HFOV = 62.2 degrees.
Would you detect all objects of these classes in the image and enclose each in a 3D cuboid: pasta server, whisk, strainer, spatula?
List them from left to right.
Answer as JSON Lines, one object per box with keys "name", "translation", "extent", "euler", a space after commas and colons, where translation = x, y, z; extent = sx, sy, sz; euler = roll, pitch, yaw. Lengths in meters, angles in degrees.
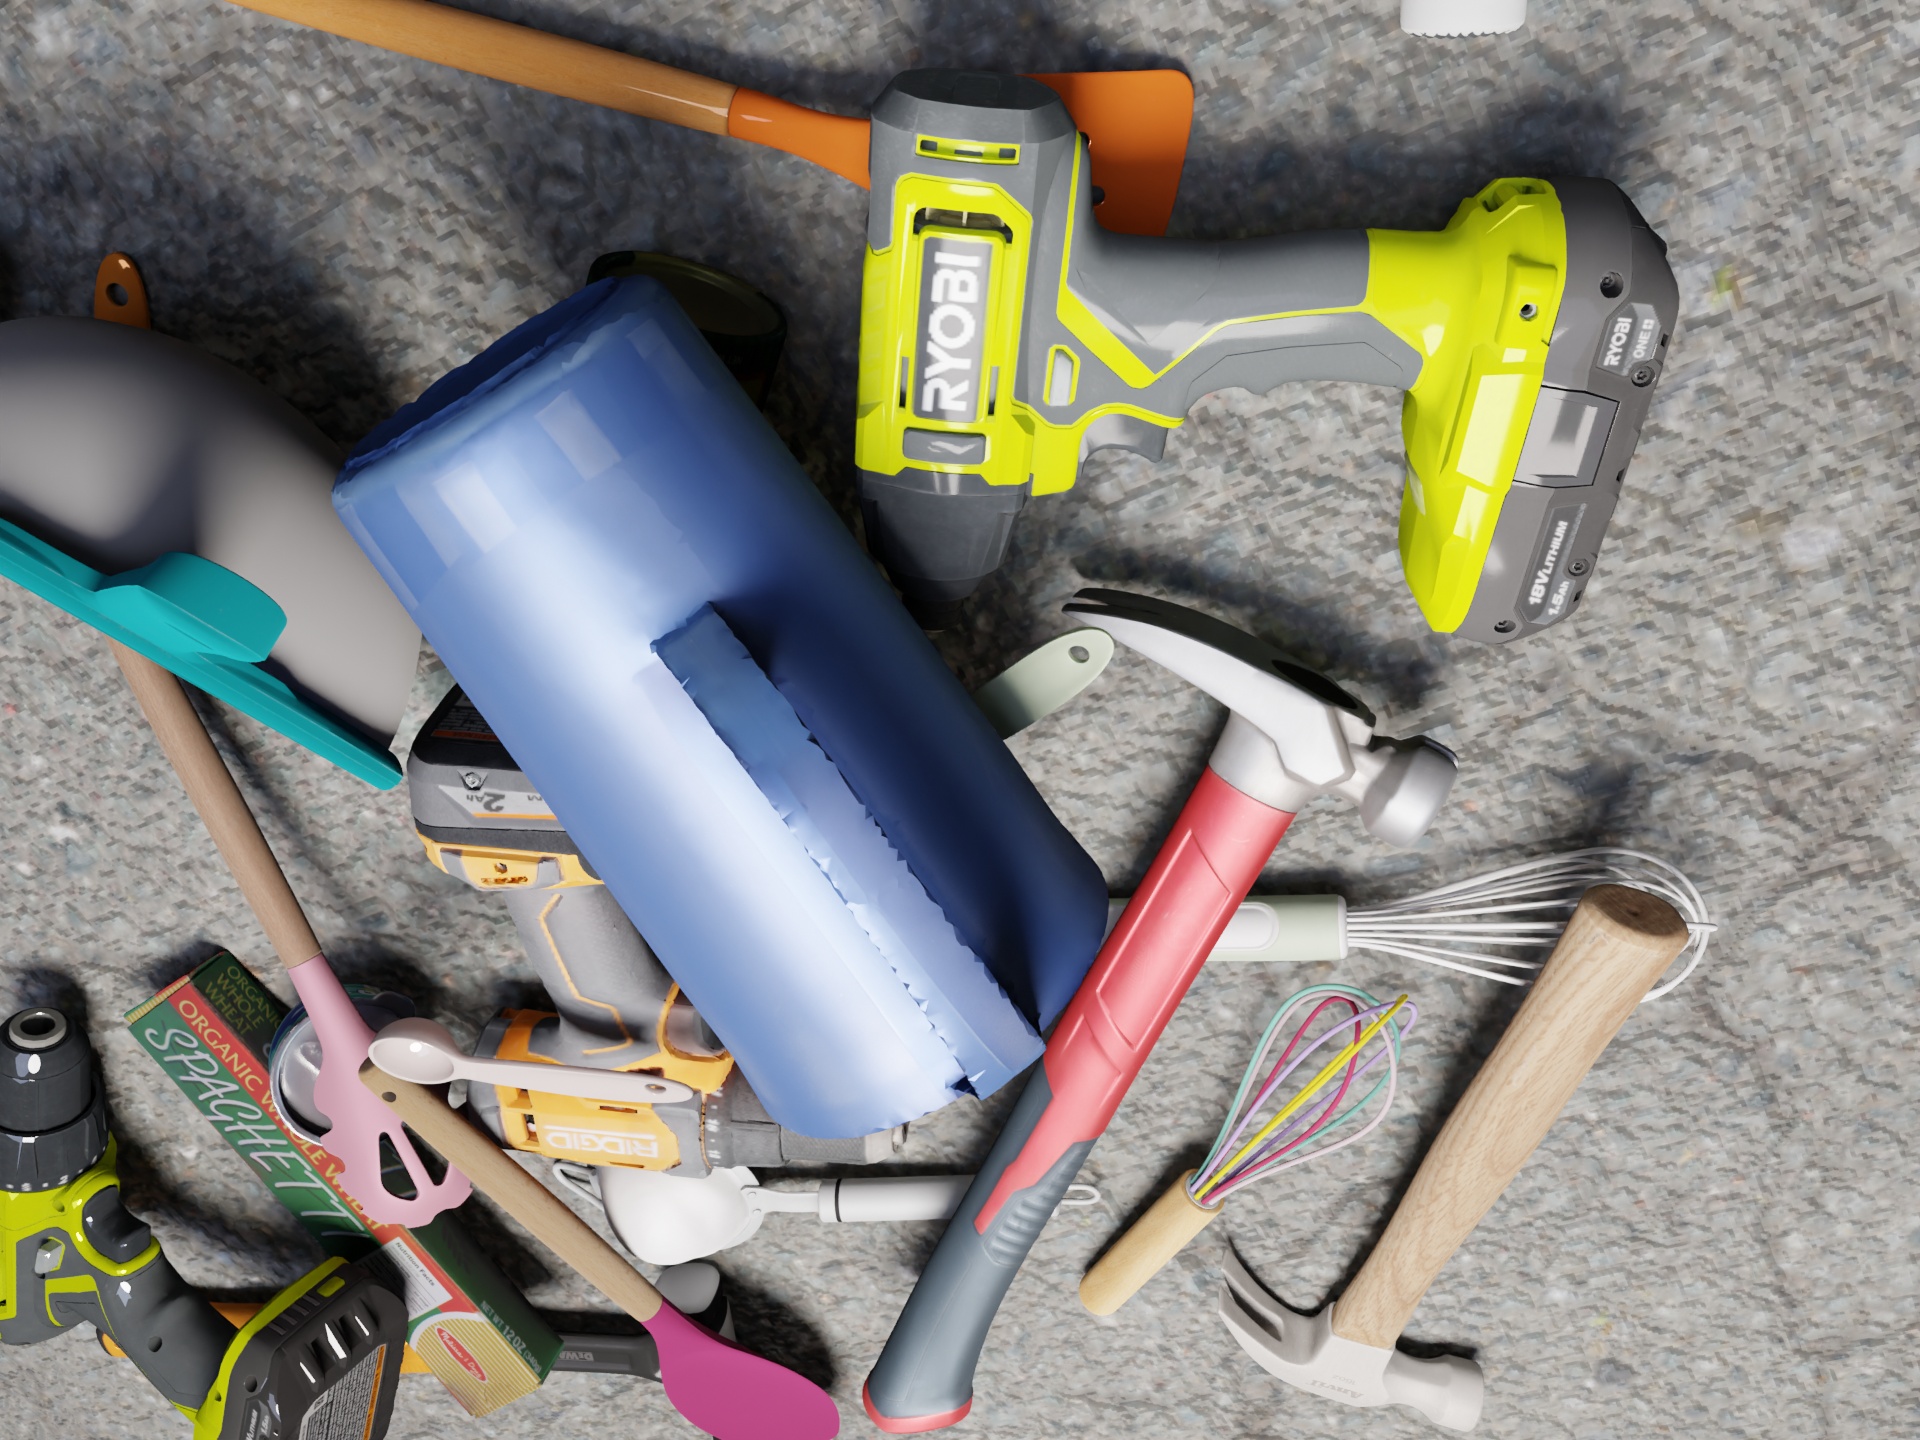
{"name": "strainer", "translation": [-0.223, -0.064, 0.471], "extent": [0.210, 0.340, 0.095], "euler": [37, 74, -29]}
{"name": "pasta server", "translation": [-0.281, 0.073, 0.648], "extent": [0.060, 0.040, 0.316], "euler": [-28, 101, -22]}
{"name": "spatula", "translation": [-0.091, -0.198, 0.500], "extent": [0.322, 0.041, 0.081], "euler": [16, 122, 4]}
{"name": "strainer", "translation": [-0.066, 0.217, 0.716], "extent": [0.258, 0.050, 0.086], "euler": [-4, 124, 7]}
{"name": "whisk", "translation": [0.108, 0.184, 0.656], "extent": [0.051, 0.047, 0.244], "euler": [26, 128, -6]}
{"name": "whisk", "translation": [0.152, 0.079, 0.602], "extent": [0.246, 0.059, 0.058], "euler": [-3, 80, 15]}

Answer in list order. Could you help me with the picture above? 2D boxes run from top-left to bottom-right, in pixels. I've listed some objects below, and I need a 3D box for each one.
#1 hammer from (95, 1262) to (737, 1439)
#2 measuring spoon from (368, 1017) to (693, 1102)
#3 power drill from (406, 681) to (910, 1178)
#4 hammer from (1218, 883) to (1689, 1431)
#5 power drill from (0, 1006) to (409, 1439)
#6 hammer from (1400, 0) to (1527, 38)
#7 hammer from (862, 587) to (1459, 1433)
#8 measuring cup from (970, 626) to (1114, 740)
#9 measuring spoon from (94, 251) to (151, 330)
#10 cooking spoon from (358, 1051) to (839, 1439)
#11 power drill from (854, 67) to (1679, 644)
{"name": "hammer", "translation": [-0.277, 0.322, 0.809], "extent": [0.337, 0.034, 0.127], "euler": [1, 118, 9]}
{"name": "measuring spoon", "translation": [-0.165, 0.132, 0.618], "extent": [0.124, 0.018, 0.034], "euler": [9, 139, -6]}
{"name": "power drill", "translation": [-0.114, 0.095, 0.634], "extent": [0.185, 0.084, 0.226], "euler": [5, 124, 7]}
{"name": "hammer", "translation": [0.193, 0.183, 0.628], "extent": [0.130, 0.031, 0.331], "euler": [14, 131, 2]}
{"name": "power drill", "translation": [-0.367, 0.249, 0.727], "extent": [0.228, 0.080, 0.190], "euler": [29, 121, 16]}
{"name": "hammer", "translation": [-0.046, -0.263, 0.450], "extent": [0.409, 0.036, 0.149], "euler": [0, 118, 9]}
{"name": "hammer", "translation": [0.031, 0.136, 0.620], "extent": [0.143, 0.038, 0.386], "euler": [29, 116, 8]}
{"name": "measuring cup", "translation": [-0.001, -0.002, 0.561], "extent": [0.083, 0.038, 0.167], "euler": [42, 134, -15]}
{"name": "measuring spoon", "translation": [-0.309, -0.114, 0.585], "extent": [0.021, 0.011, 0.116], "euler": [16, 120, 0]}
{"name": "cooking spoon", "translation": [-0.153, 0.246, 0.704], "extent": [0.069, 0.017, 0.318], "euler": [-25, 122, 17]}
{"name": "power drill", "translation": [0.080, -0.096, 0.486], "extent": [0.223, 0.080, 0.171], "euler": [6, 123, 0]}
